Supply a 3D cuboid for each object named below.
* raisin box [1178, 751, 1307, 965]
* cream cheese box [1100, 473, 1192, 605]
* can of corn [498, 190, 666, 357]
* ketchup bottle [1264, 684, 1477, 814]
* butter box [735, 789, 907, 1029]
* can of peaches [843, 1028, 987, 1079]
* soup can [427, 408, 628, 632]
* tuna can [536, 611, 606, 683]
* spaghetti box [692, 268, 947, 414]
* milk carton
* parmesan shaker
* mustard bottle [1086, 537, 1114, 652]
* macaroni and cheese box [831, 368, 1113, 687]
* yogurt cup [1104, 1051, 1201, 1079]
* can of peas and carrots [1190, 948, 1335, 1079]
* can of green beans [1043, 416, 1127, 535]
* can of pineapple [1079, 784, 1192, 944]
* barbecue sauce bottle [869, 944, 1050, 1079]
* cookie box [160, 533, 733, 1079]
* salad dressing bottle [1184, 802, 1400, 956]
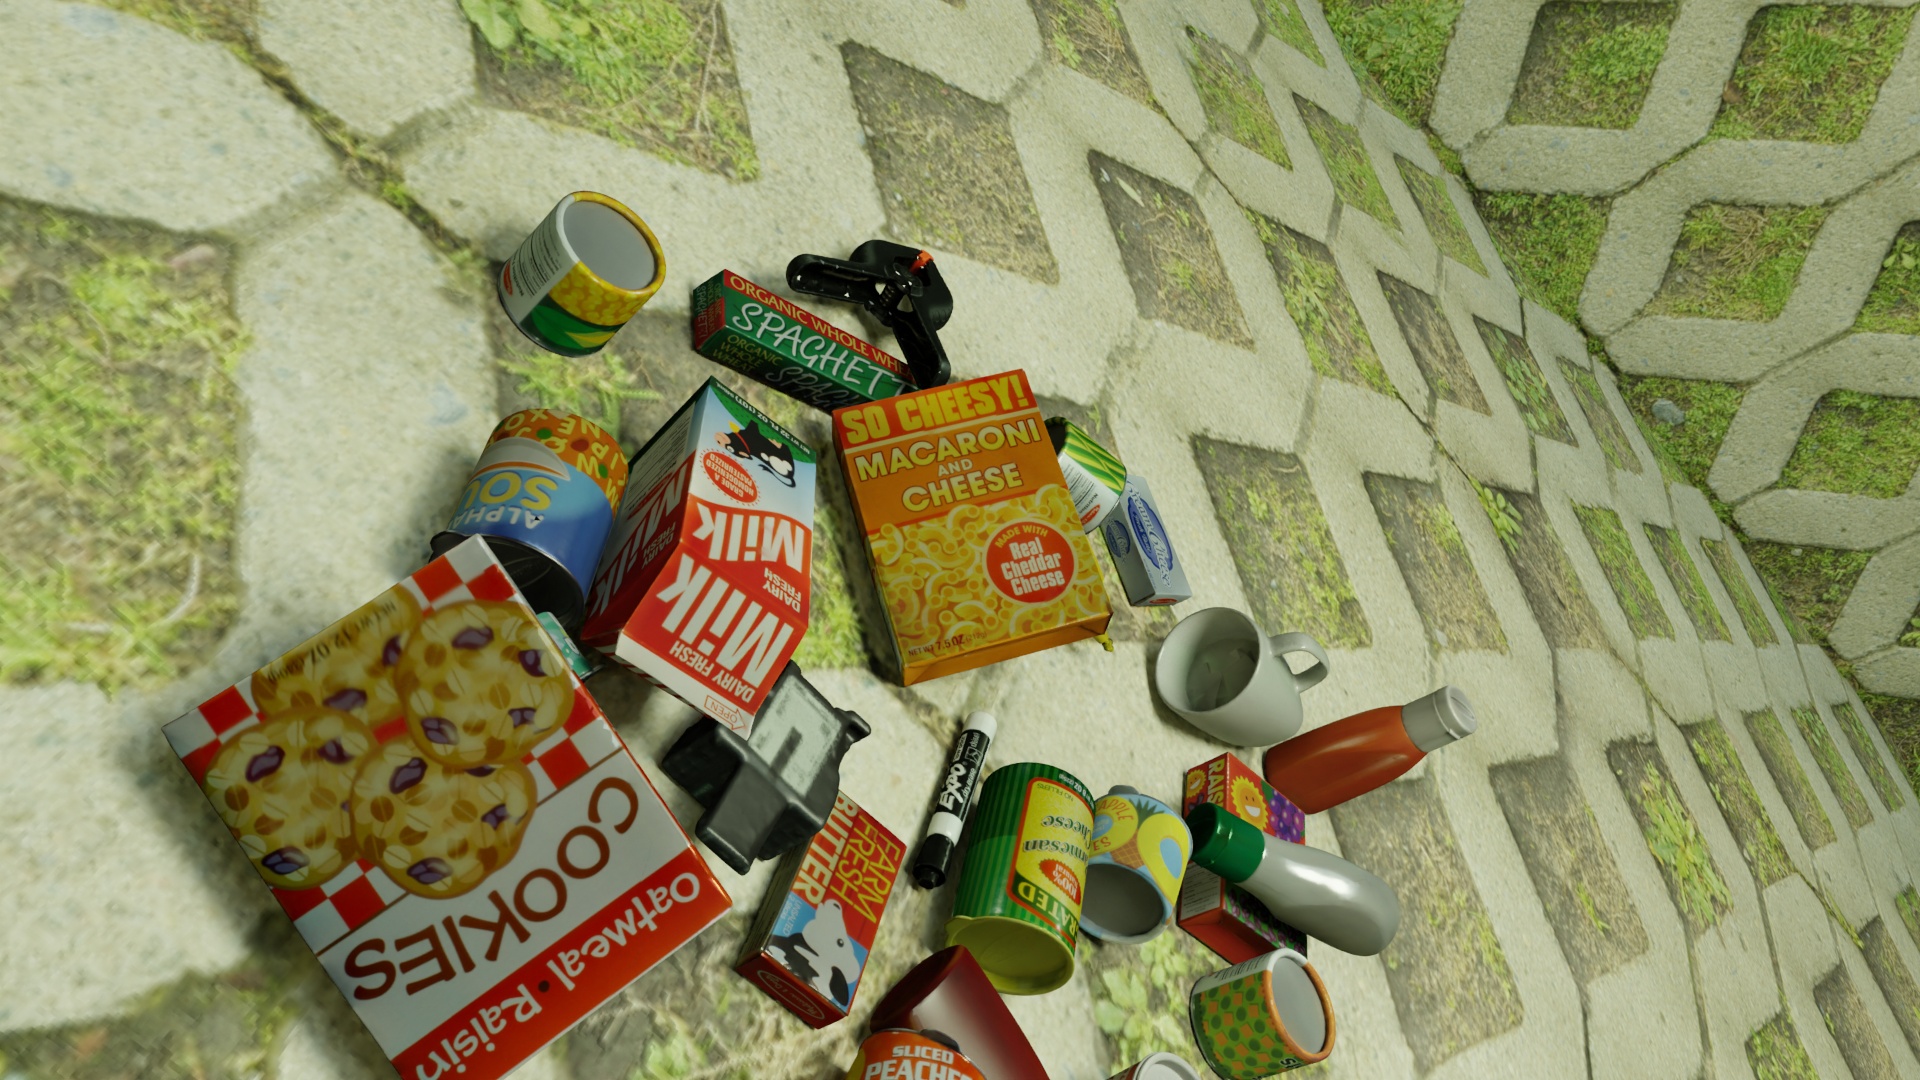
[{"bbox_3d":[0.186,0.213,0.908,0.086,0.040,0.124,38,39,-22],"label":"raisin box"},{"bbox_3d":[0.133,-0.001,1.033,0.053,0.024,0.104,6,58,-49],"label":"cream cheese box"},{"bbox_3d":[-0.194,-0.139,0.725,0.071,0.058,0.071,30,42,-32],"label":"can of corn"},{"bbox_3d":[0.295,0.149,0.994,0.064,0.148,0.044,37,40,-26],"label":"ketchup bottle"},{"bbox_3d":[-0.063,0.171,0.657,0.053,0.024,0.104,43,36,-16],"label":"butter box"},{"bbox_3d":[-0.025,0.253,0.595,0.071,0.071,0.058,49,36,-10],"label":"can of peaches"},{"bbox_3d":[-0.191,-0.010,0.616,0.071,0.071,0.084,35,39,-27],"label":"soup can"},{"bbox_3d":[-0.184,0.059,0.567,0.033,0.071,0.071,54,34,-1],"label":"tuna can"},{"bbox_3d":[-0.058,-0.096,0.880,0.250,0.028,0.050,23,45,-38],"label":"spaghetti box"},{"bbox_3d":[-0.118,0.010,0.644,0.072,0.073,0.191,38,24,-25],"label":"milk carton"},{"bbox_3d":[0.032,0.174,0.731,0.071,0.071,0.103,41,37,-20],"label":"parmesan shaker"},{"bbox_3d":[0.054,0.010,0.896,0.160,0.065,0.049,53,32,-8],"label":"mustard bottle"},{"bbox_3d":[0.003,-0.010,0.815,0.124,0.040,0.167,-13,66,-10],"label":"macaroni and cheese box"},{"bbox_3d":[0.092,0.302,0.709,0.072,0.053,0.073,31,42,-32],"label":"yogurt cup"},{"bbox_3d":[0.181,0.285,0.826,0.071,0.058,0.071,30,42,-31],"label":"can of peas and carrots"},{"bbox_3d":[0.071,-0.044,0.958,0.058,0.071,0.071,36,39,-25],"label":"can of green beans"},{"bbox_3d":[0.094,0.186,0.795,0.071,0.070,0.058,48,35,-11],"label":"can of pineapple"},{"bbox_3d":[0.020,0.270,0.659,0.148,0.043,0.065,56,35,0],"label":"barbecue sauce bottle"},{"bbox_3d":[-0.180,0.102,0.505,0.123,0.040,0.167,-35,90,-16],"label":"cookie box"},{"bbox_3d":[0.200,0.206,0.847,0.147,0.064,0.044,30,51,-20],"label":"salad dressing bottle"}]
